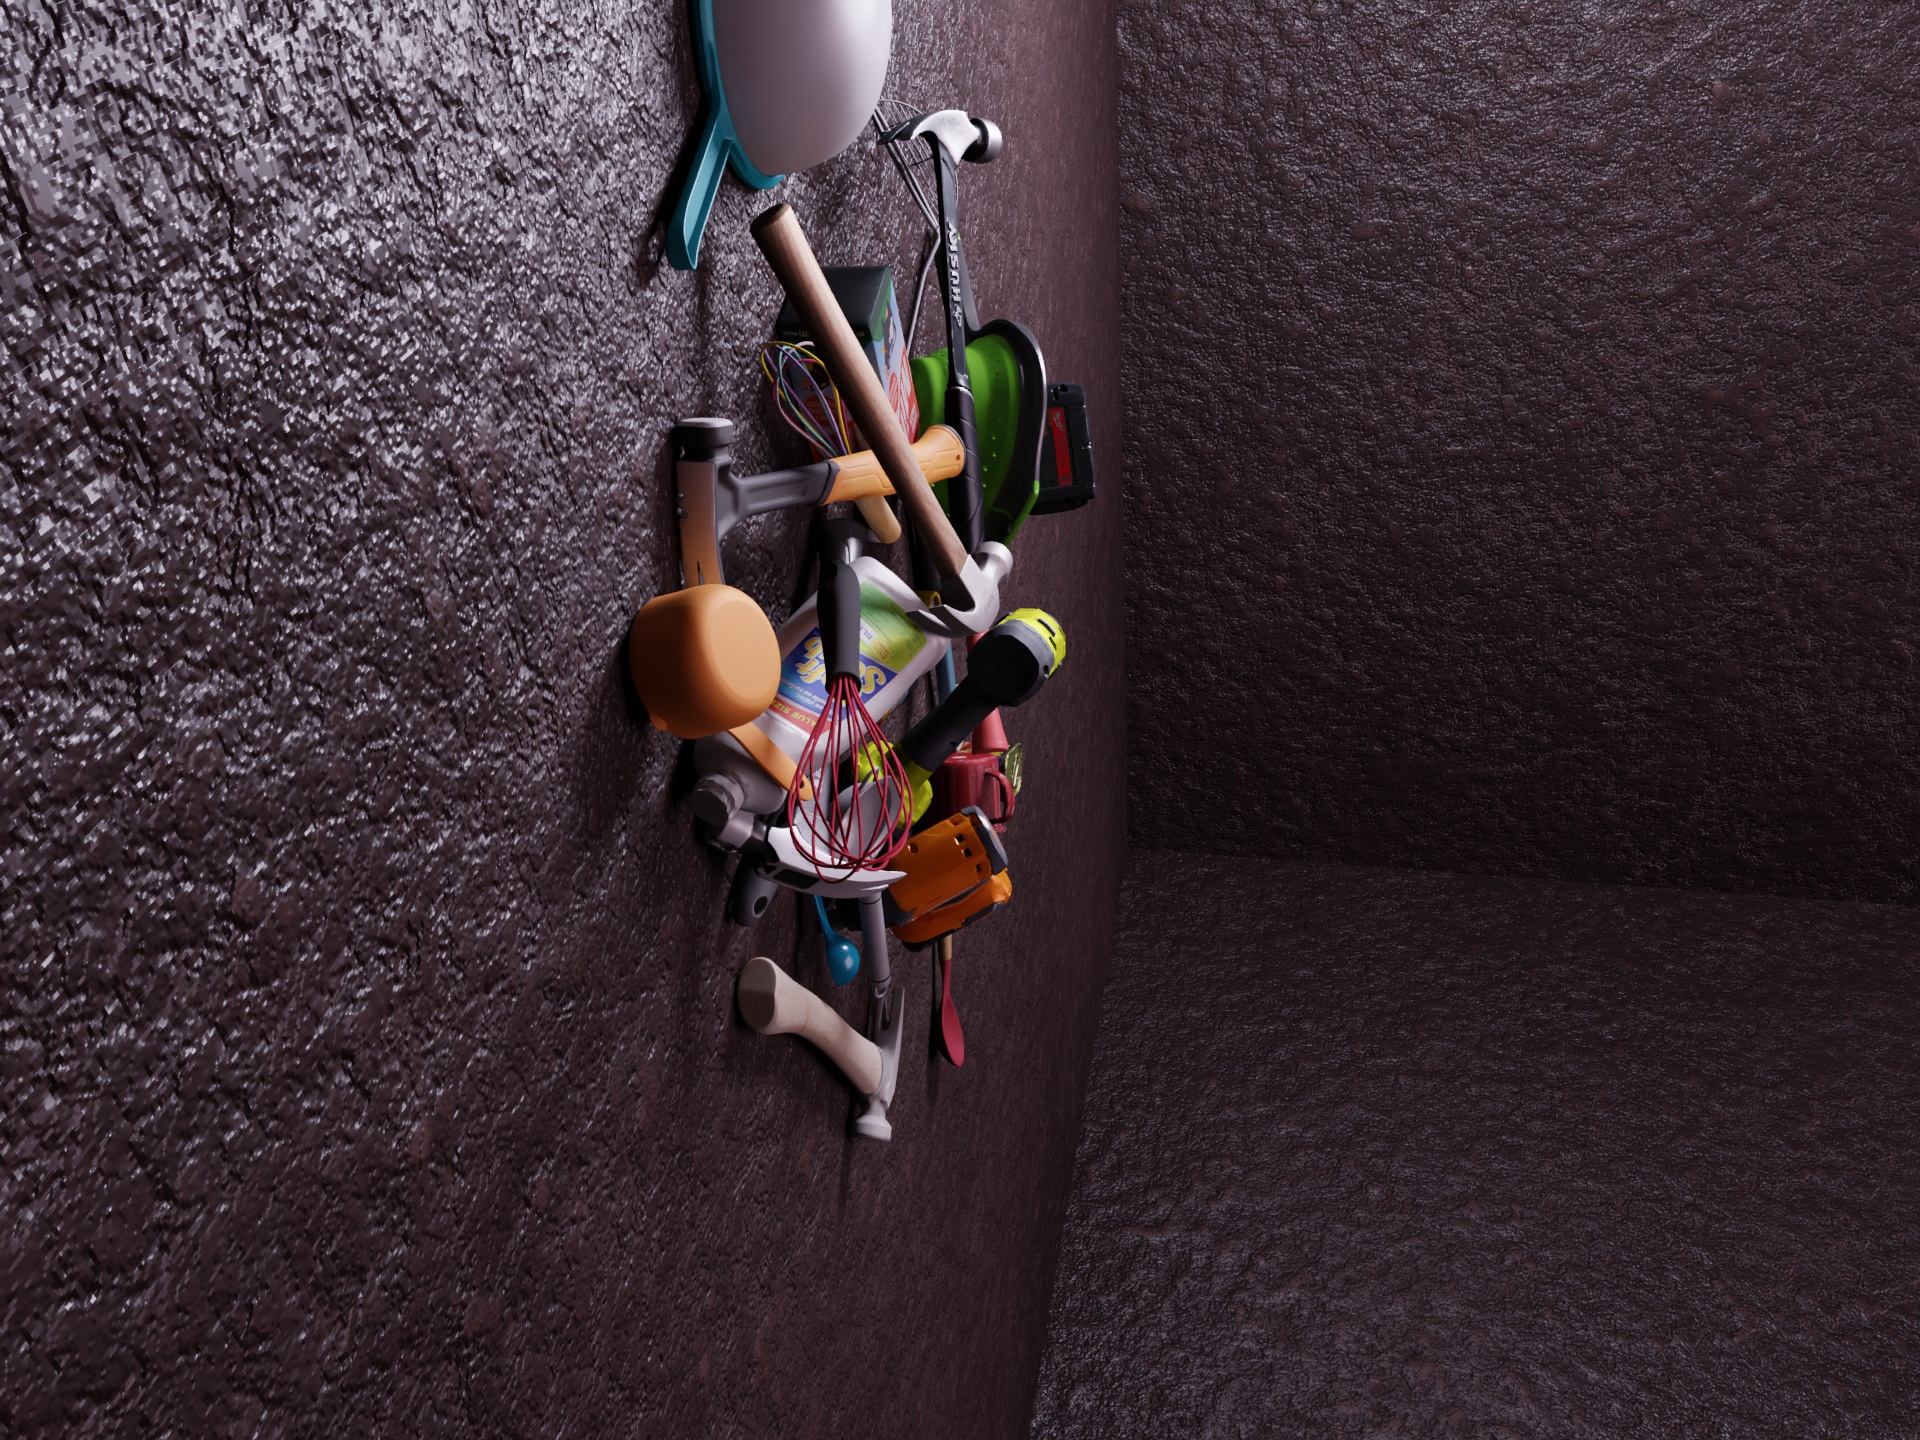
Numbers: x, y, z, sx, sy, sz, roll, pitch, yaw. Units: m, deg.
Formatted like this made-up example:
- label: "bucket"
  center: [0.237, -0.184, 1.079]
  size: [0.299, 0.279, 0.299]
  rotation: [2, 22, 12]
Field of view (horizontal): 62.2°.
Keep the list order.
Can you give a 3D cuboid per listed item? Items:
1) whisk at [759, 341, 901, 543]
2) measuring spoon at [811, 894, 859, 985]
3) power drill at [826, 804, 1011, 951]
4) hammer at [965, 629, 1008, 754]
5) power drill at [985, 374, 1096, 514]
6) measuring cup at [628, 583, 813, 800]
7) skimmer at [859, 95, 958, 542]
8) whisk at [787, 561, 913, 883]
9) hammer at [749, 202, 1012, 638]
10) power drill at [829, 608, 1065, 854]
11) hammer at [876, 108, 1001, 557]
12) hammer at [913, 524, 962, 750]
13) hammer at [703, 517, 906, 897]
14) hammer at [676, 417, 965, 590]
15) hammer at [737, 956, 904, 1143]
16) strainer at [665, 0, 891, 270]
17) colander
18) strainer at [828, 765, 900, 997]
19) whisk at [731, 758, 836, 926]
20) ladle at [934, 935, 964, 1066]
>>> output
- label: "whisk"
  center: [-0.088, -0.201, 1.182]
  size: [0.244, 0.047, 0.051]
  rotation: [57, 18, -59]
- label: "measuring spoon"
  center: [-0.103, 0.150, 1.274]
  size: [0.042, 0.021, 0.128]
  rotation: [-66, 142, -77]
- label: "power drill"
  center: [-0.035, 0.150, 1.420]
  size: [0.084, 0.164, 0.226]
  rotation: [62, -1, 12]
- label: "hammer"
  center: [0.010, -0.144, 1.604]
  size: [0.149, 0.036, 0.359]
  rotation: [68, 16, -76]
- label: "power drill"
  center: [0.058, -0.290, 1.554]
  size: [0.227, 0.080, 0.188]
  rotation: [-137, -142, -74]
- label: "measuring cup"
  center: [-0.124, -0.010, 0.957]
  size: [0.173, 0.052, 0.095]
  rotation: [50, 40, -34]
- label: "skimmer"
  center: [-0.071, -0.338, 1.354]
  size: [0.127, 0.090, 0.363]
  rotation: [-48, 150, -80]
- label: "whisk"
  center: [-0.072, -0.010, 0.990]
  size: [0.296, 0.073, 0.073]
  rotation: [-98, -179, -50]
- label: "hammer"
  center: [-0.054, -0.196, 1.091]
  size: [0.331, 0.031, 0.130]
  rotation: [61, 32, -30]
- label: "power drill"
  center: [-0.002, -0.004, 1.325]
  size: [0.228, 0.080, 0.190]
  rotation: [-45, 180, 15]
- label: "hammer"
  center: [-0.003, -0.283, 1.290]
  size: [0.149, 0.036, 0.409]
  rotation: [-21, 109, -59]
- label: "hammer"
  center: [-0.023, -0.102, 1.651]
  size: [0.128, 0.033, 0.330]
  rotation: [-76, 164, -47]
- label: "hammer"
  center: [-0.097, -0.021, 1.169]
  size: [0.146, 0.035, 0.335]
  rotation: [29, 45, -28]
- label: "hammer"
  center: [-0.085, -0.160, 1.112]
  size: [0.337, 0.034, 0.127]
  rotation: [-28, 122, -58]
- label: "hammer"
  center: [-0.108, 0.251, 1.322]
  size: [0.410, 0.038, 0.146]
  rotation: [66, 28, -66]
- label: "strainer"
  center: [-0.105, -0.404, 1.000]
  size: [0.210, 0.095, 0.341]
  rotation: [77, 19, -55]
- label: "colander"
  center: [-0.021, -0.329, 1.461]
  size: [0.204, 0.094, 0.398]
  rotation: [125, -37, -48]
- label: "strainer"
  center: [-0.076, 0.131, 1.271]
  size: [0.087, 0.050, 0.258]
  rotation: [-41, 140, -39]
- label: "whisk"
  center: [-0.122, 0.051, 1.175]
  size: [0.055, 0.055, 0.239]
  rotation: [80, 22, -48]
- label: "ladle"
  center: [-0.018, 0.244, 1.791]
  size: [0.069, 0.031, 0.315]
  rotation: [-60, 150, -71]
